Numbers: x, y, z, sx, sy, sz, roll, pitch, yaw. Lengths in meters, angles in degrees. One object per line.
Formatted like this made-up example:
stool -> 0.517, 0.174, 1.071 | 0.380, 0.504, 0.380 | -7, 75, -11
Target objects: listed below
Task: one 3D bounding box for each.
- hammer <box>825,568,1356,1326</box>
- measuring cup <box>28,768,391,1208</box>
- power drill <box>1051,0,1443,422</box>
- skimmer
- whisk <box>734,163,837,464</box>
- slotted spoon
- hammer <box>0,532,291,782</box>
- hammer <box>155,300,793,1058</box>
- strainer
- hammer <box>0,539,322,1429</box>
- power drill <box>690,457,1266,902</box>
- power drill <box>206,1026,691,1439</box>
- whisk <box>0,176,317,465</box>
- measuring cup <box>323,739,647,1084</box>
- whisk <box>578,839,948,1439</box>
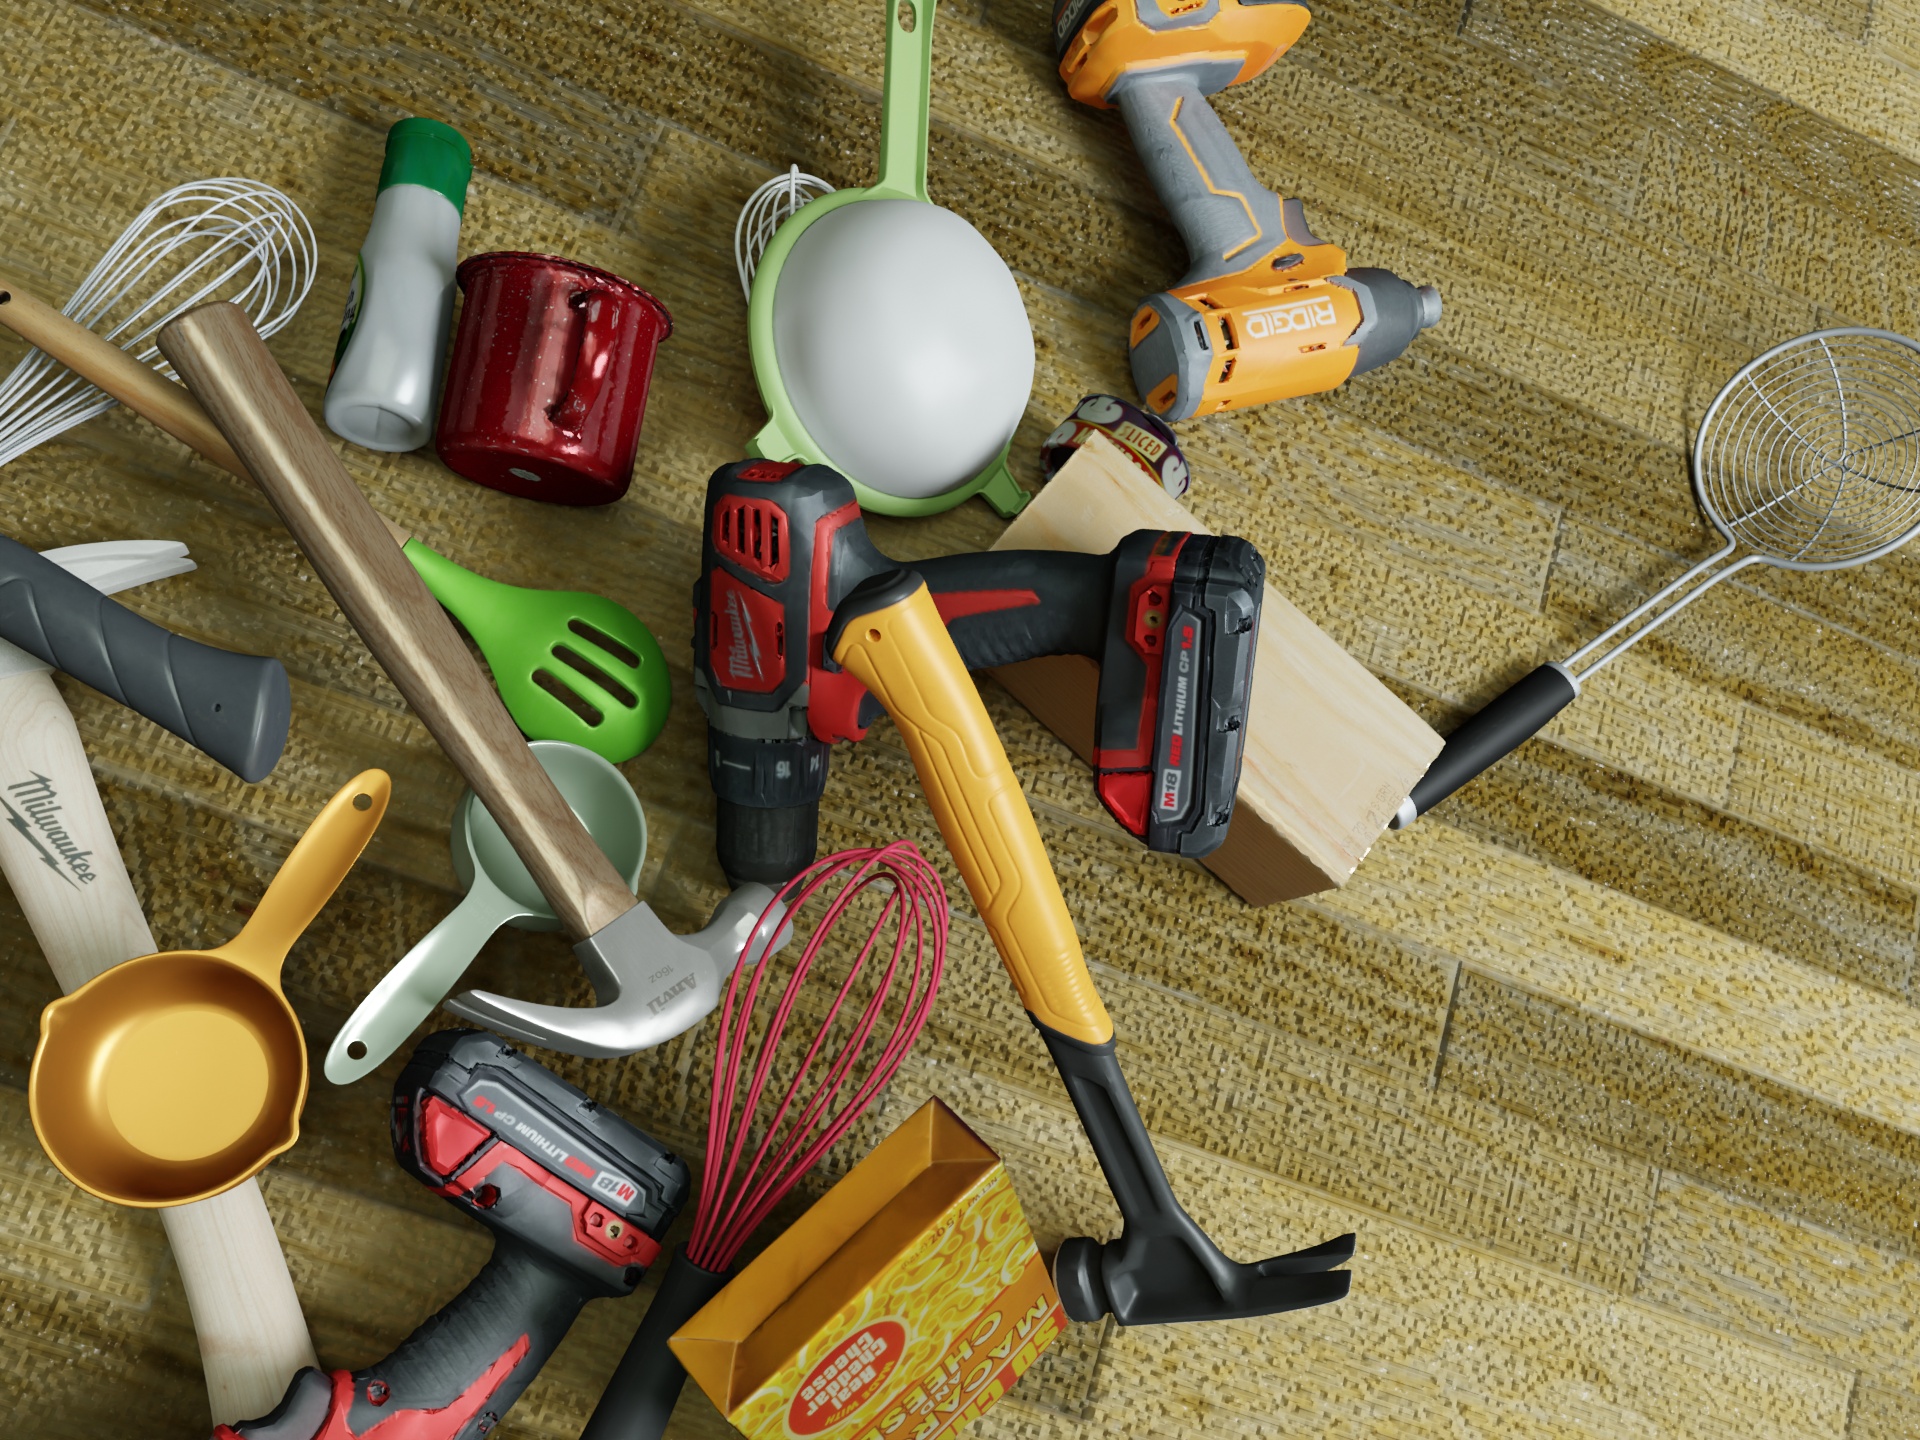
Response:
hammer -> 0.041, 0.095, 0.609 | 0.336, 0.127, 0.034 | 66, 28, -18
measuring cup -> -0.263, 0.096, 0.590 | 0.095, 0.052, 0.174 | 31, 64, -8
power drill -> 0.145, -0.270, 0.792 | 0.164, 0.084, 0.226 | -14, 86, -17
skimmer -> 0.345, -0.070, 0.792 | 0.363, 0.090, 0.127 | -34, 55, -16
whisk -> -0.071, -0.134, 0.725 | 0.058, 0.059, 0.246 | -3, 83, -1
slotted spoon -> -0.251, -0.081, 0.645 | 0.313, 0.031, 0.070 | 34, 73, -16
hammer -> -0.433, -0.089, 0.589 | 0.409, 0.036, 0.149 | 30, 83, -1
hammer -> -0.202, -0.015, 0.613 | 0.130, 0.031, 0.331 | -36, 93, -41
strainer -> -0.012, -0.221, 0.707 | 0.151, 0.069, 0.256 | 5, 85, -37
hammer -> -0.303, 0.129, 0.614 | 0.146, 0.038, 0.411 | -23, 85, -19
power drill -> -0.001, -0.002, 0.640 | 0.227, 0.080, 0.187 | 8, 108, 12
power drill -> -0.208, 0.227, 0.570 | 0.143, 0.078, 0.220 | 38, 64, -15
whisk -> -0.382, -0.123, 0.642 | 0.070, 0.070, 0.284 | 46, 76, -1
measuring cup -> -0.193, 0.079, 0.627 | 0.083, 0.038, 0.168 | 44, 53, -11
whisk -> -0.084, 0.176, 0.571 | 0.073, 0.073, 0.296 | 25, 90, -8
